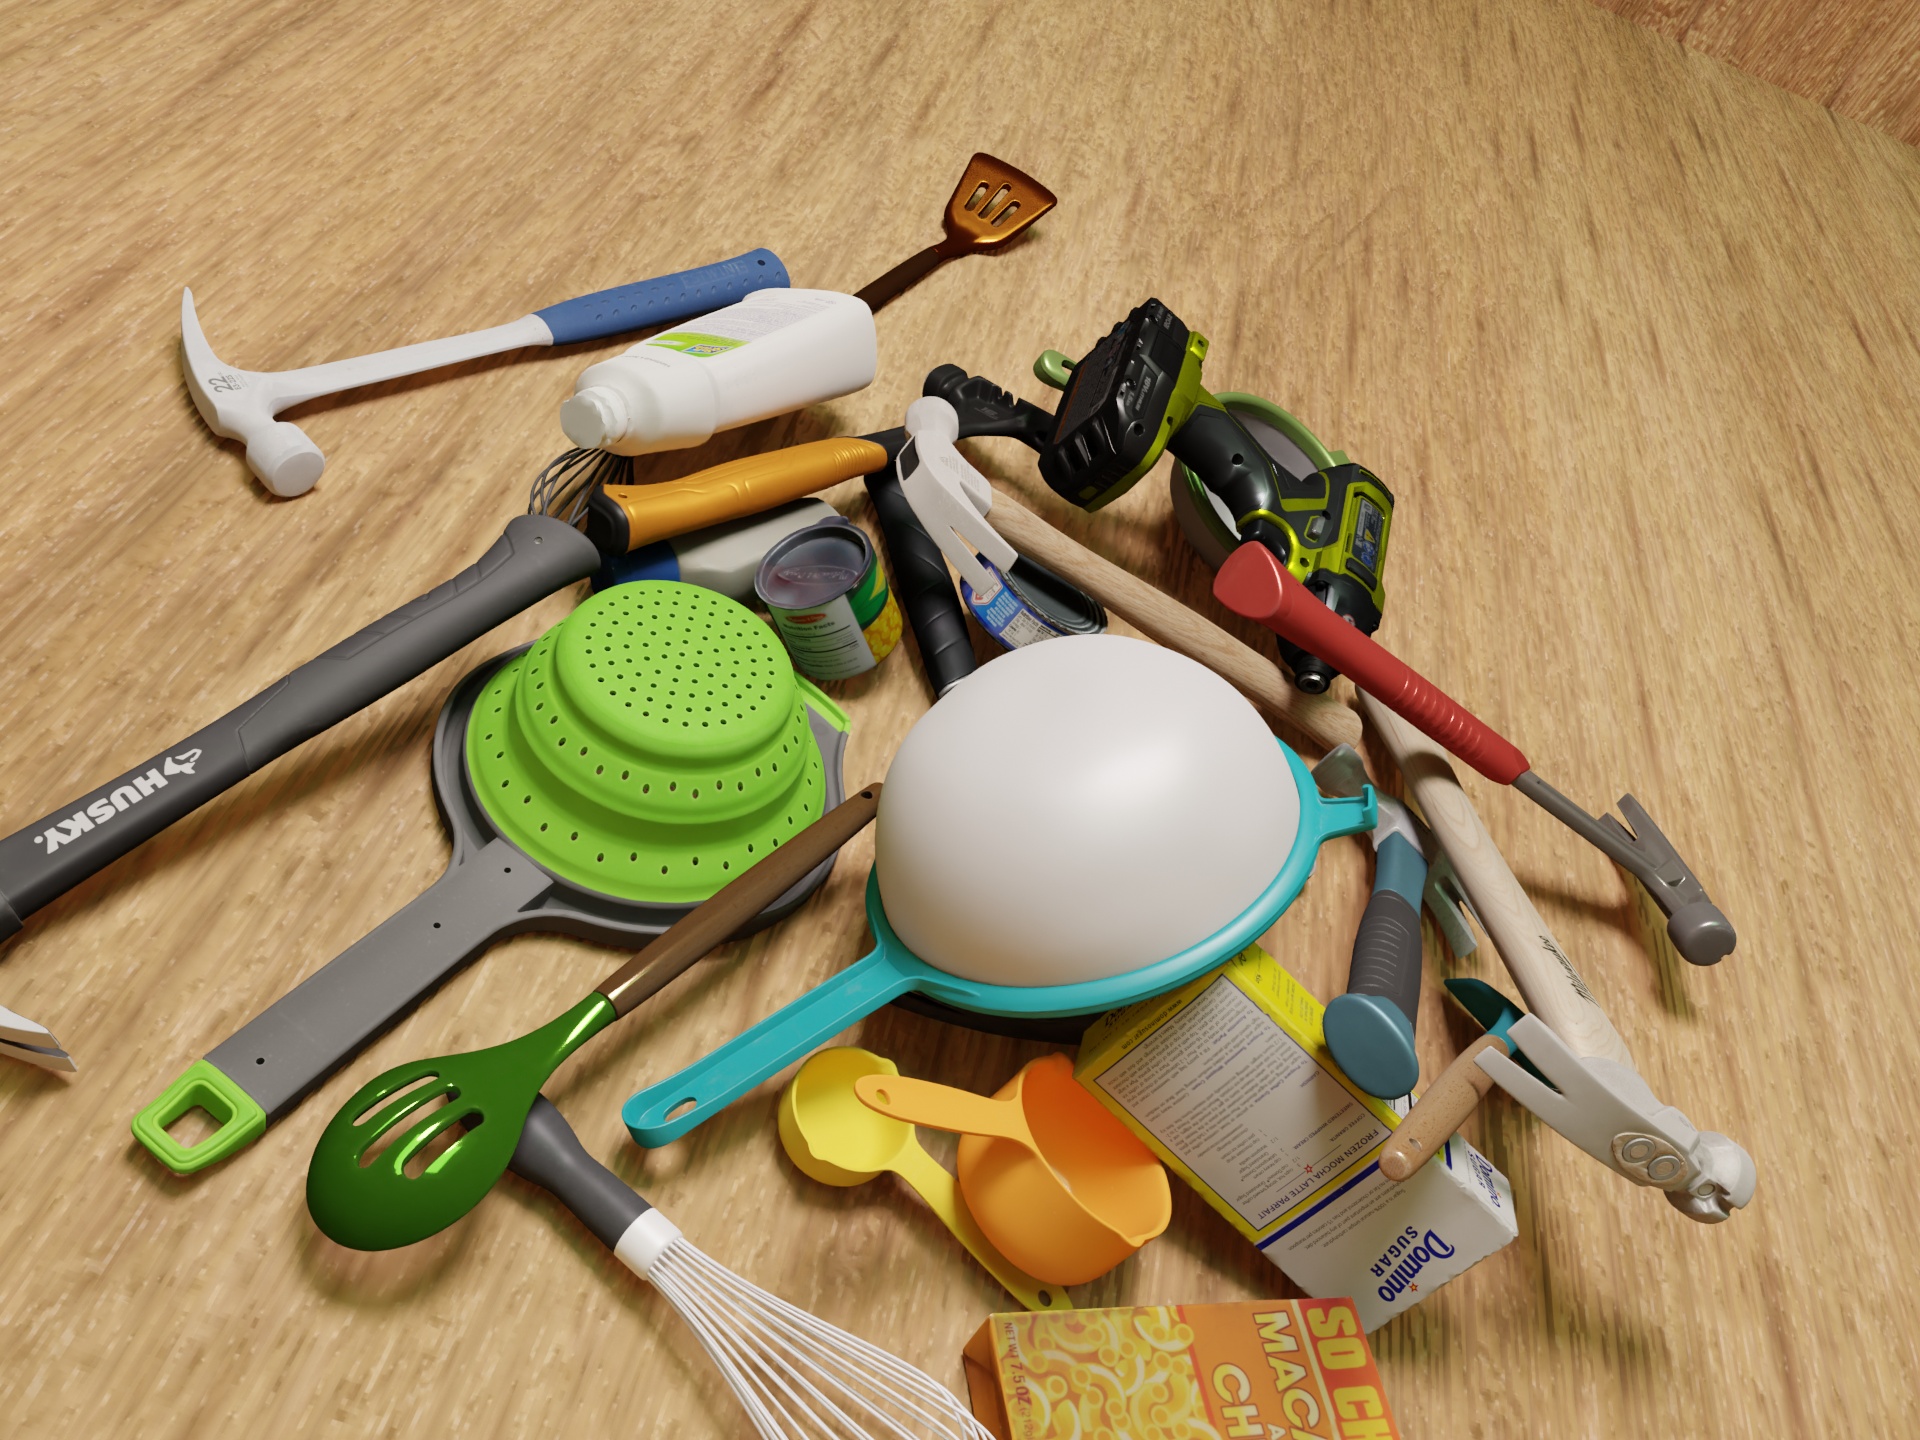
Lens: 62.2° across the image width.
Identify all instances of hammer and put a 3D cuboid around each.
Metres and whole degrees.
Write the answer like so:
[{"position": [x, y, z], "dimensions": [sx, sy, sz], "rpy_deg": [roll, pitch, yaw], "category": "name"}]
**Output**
[{"position": [0.267, 0.073, 0.833], "dimensions": [0.146, 0.038, 0.411], "rpy_deg": [34, 23, -20], "category": "hammer"}, {"position": [0.104, -0.065, 0.914], "dimensions": [0.331, 0.031, 0.130], "rpy_deg": [30, 31, -21], "category": "hammer"}, {"position": [-0.070, -0.147, 0.926], "dimensions": [0.127, 0.034, 0.337], "rpy_deg": [34, 38, 29], "category": "hammer"}, {"position": [-0.271, -0.243, 0.979], "dimensions": [0.144, 0.035, 0.405], "rpy_deg": [44, 46, 19], "category": "hammer"}, {"position": [0.284, 0.007, 0.891], "dimensions": [0.358, 0.036, 0.149], "rpy_deg": [33, 23, -19], "category": "hammer"}, {"position": [-0.293, 0.006, 0.678], "dimensions": [0.146, 0.035, 0.335], "rpy_deg": [40, 58, 18], "category": "hammer"}, {"position": [0.211, 0.098, 0.780], "dimensions": [0.128, 0.033, 0.331], "rpy_deg": [46, 21, 4], "category": "hammer"}, {"position": [-0.001, -0.003, 0.873], "dimensions": [0.149, 0.036, 0.409], "rpy_deg": [2, 47, -22], "category": "hammer"}]

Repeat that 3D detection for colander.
[{"position": [-0.184, 0.040, 0.701], "dimensions": [0.204, 0.094, 0.397], "rpy_deg": [36, 44, 11], "category": "colander"}]

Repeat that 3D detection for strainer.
[{"position": [-0.005, 0.055, 0.679], "dimensions": [0.340, 0.095, 0.211], "rpy_deg": [-31, 33, -20], "category": "strainer"}, {"position": [0.145, -0.161, 1.045], "dimensions": [0.256, 0.069, 0.152], "rpy_deg": [26, 53, -19], "category": "strainer"}]

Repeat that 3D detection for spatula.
[{"position": [0.227, 0.163, 0.714], "dimensions": [0.082, 0.044, 0.317], "rpy_deg": [49, 23, 19], "category": "spatula"}, {"position": [-0.032, -0.346, 1.187], "dimensions": [0.081, 0.041, 0.323], "rpy_deg": [34, 44, 8], "category": "spatula"}]

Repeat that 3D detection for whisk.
[{"position": [-0.095, 0.220, 0.602], "dimensions": [0.285, 0.070, 0.070], "rpy_deg": [35, 43, 17], "category": "whisk"}, {"position": [-0.199, -0.166, 0.931], "dimensions": [0.055, 0.055, 0.239], "rpy_deg": [20, 39, -6], "category": "whisk"}]

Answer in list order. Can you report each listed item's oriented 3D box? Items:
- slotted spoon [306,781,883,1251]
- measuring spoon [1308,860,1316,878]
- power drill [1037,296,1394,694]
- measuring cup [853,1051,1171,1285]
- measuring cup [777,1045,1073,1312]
[{"position": [-0.131, 0.103, 0.664], "dimensions": [0.070, 0.031, 0.314], "rpy_deg": [31, 43, 23], "category": "slotted spoon"}, {"position": [0.155, 0.051, 0.911], "dimensions": [0.034, 0.018, 0.124], "rpy_deg": [-14, 49, -34], "category": "measuring spoon"}, {"position": [0.161, -0.129, 0.941], "dimensions": [0.223, 0.080, 0.171], "rpy_deg": [35, 49, -18], "category": "power drill"}, {"position": [0.010, 0.179, 0.647], "dimensions": [0.173, 0.052, 0.095], "rpy_deg": [24, 30, -37], "category": "measuring cup"}, {"position": [-0.015, 0.205, 0.678], "dimensions": [0.156, 0.029, 0.062], "rpy_deg": [44, 43, 2], "category": "measuring cup"}]
